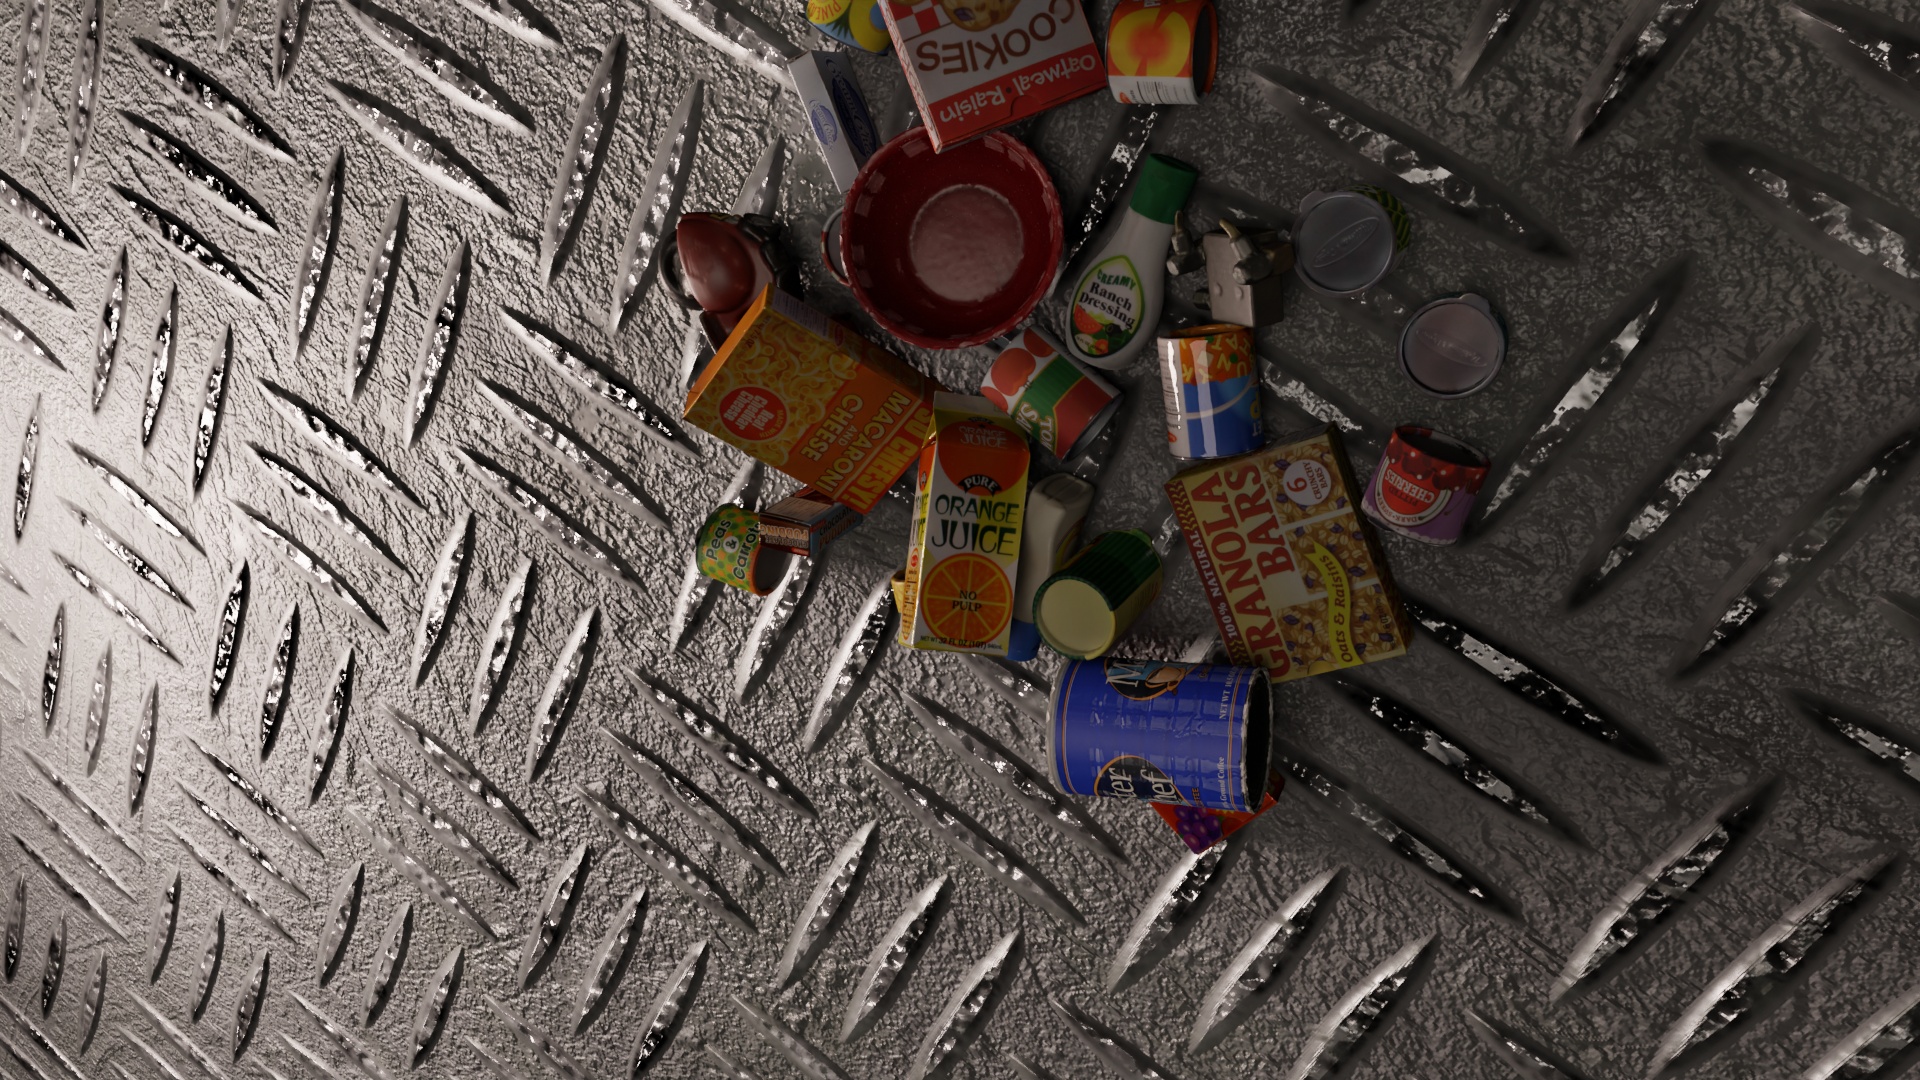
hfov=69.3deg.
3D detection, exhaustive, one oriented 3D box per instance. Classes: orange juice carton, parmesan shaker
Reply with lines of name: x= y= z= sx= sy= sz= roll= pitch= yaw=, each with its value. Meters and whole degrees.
orange juice carton: x=0.004 y=-0.013 z=1.033 sx=0.072 sy=0.073 sz=0.192 roll=7 pitch=87 yaw=-11
parmesan shaker: x=0.102 y=0.036 z=1.017 sx=0.071 sy=0.103 sz=0.071 roll=9 pitch=111 yaw=24

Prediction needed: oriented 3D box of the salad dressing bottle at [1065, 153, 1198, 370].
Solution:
salad dressing bottle: x=0.120 y=-0.193 z=0.965 sx=0.064 sy=0.044 sz=0.147 roll=31 pitch=118 yaw=20

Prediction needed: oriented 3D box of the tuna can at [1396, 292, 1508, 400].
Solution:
tuna can: x=0.318 y=-0.128 z=0.894 sx=0.071 sy=0.033 sz=0.070 roll=9 pitch=111 yaw=24

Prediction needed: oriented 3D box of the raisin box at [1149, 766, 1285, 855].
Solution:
raisin box: x=0.174 y=0.168 z=1.063 sx=0.123 sy=0.040 sz=0.085 roll=48 pitch=120 yaw=4

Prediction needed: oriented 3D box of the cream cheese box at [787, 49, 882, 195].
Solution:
cream cheese box: x=-0.087 y=-0.308 z=1.025 sx=0.024 sy=0.053 sz=0.103 roll=-19 pitch=98 yaw=28

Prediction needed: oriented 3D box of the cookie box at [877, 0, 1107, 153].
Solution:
cookie box: x=0.012 y=-0.361 z=0.931 sx=0.123 sy=0.040 sz=0.167 roll=-22 pitch=97 yaw=-3

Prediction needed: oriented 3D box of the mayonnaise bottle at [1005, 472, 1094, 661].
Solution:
mayonnaise bottle: x=0.060 y=0.023 z=1.060 sx=0.041 sy=0.065 sz=0.147 roll=26 pitch=121 yaw=20

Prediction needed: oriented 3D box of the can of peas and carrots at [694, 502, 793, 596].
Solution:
can of peas and carrots: x=-0.181 y=0.007 z=1.169 sx=0.059 sy=0.071 sz=0.070 roll=19 pitch=115 yaw=19

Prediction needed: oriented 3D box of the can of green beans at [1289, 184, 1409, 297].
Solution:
can of green beans: x=0.251 y=-0.193 z=0.891 sx=0.071 sy=0.058 sz=0.071 roll=9 pitch=111 yaw=24

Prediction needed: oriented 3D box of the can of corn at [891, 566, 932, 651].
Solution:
can of corn: x=-0.019 y=0.049 z=1.105 sx=0.071 sy=0.071 sz=0.058 roll=-7 pitch=103 yaw=28

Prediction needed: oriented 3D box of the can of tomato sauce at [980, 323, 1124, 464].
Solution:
can of tomato sauce: x=0.065 y=-0.105 z=1.008 sx=0.083 sy=0.071 sz=0.071 roll=41 pitch=120 yaw=10

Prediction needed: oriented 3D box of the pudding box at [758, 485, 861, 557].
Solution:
pudding box: x=-0.120 y=-0.018 z=1.122 sx=0.050 sy=0.084 sz=0.030 roll=12 pitch=115 yaw=22

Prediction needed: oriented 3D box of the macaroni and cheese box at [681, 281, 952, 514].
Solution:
macaroni and cheese box: x=-0.108 y=-0.105 z=1.064 sx=0.166 sy=0.040 sz=0.123 roll=28 pitch=125 yaw=-23

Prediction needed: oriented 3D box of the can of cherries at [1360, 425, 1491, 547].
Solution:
can of cherries: x=0.304 y=-0.036 z=0.910 sx=0.071 sy=0.072 sz=0.058 roll=26 pitch=116 yaw=17

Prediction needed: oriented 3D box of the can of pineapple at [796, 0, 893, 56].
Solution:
can of pineapple: x=-0.072 y=-0.385 z=0.982 sx=0.071 sy=0.071 sz=0.057 roll=34 pitch=118 yaw=13

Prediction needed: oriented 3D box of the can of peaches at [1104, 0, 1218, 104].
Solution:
can of peaches: x=0.132 y=-0.321 z=0.904 sx=0.058 sy=0.071 sz=0.071 roll=10 pitch=111 yaw=24

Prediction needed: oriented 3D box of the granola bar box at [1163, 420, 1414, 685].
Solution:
granola bar box: x=0.232 y=0.014 z=0.982 sx=0.124 sy=0.039 sz=0.165 roll=-18 pitch=98 yaw=30

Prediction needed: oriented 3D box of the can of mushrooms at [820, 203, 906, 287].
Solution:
can of mushrooms: x=-0.070 y=-0.224 z=1.057 sx=0.071 sy=0.033 sz=0.070 roll=8 pitch=110 yaw=24

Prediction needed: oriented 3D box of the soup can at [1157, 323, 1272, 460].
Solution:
soup can: x=0.175 y=-0.104 z=0.957 sx=0.071 sy=0.071 sz=0.083 roll=-1 pitch=106 yaw=27
